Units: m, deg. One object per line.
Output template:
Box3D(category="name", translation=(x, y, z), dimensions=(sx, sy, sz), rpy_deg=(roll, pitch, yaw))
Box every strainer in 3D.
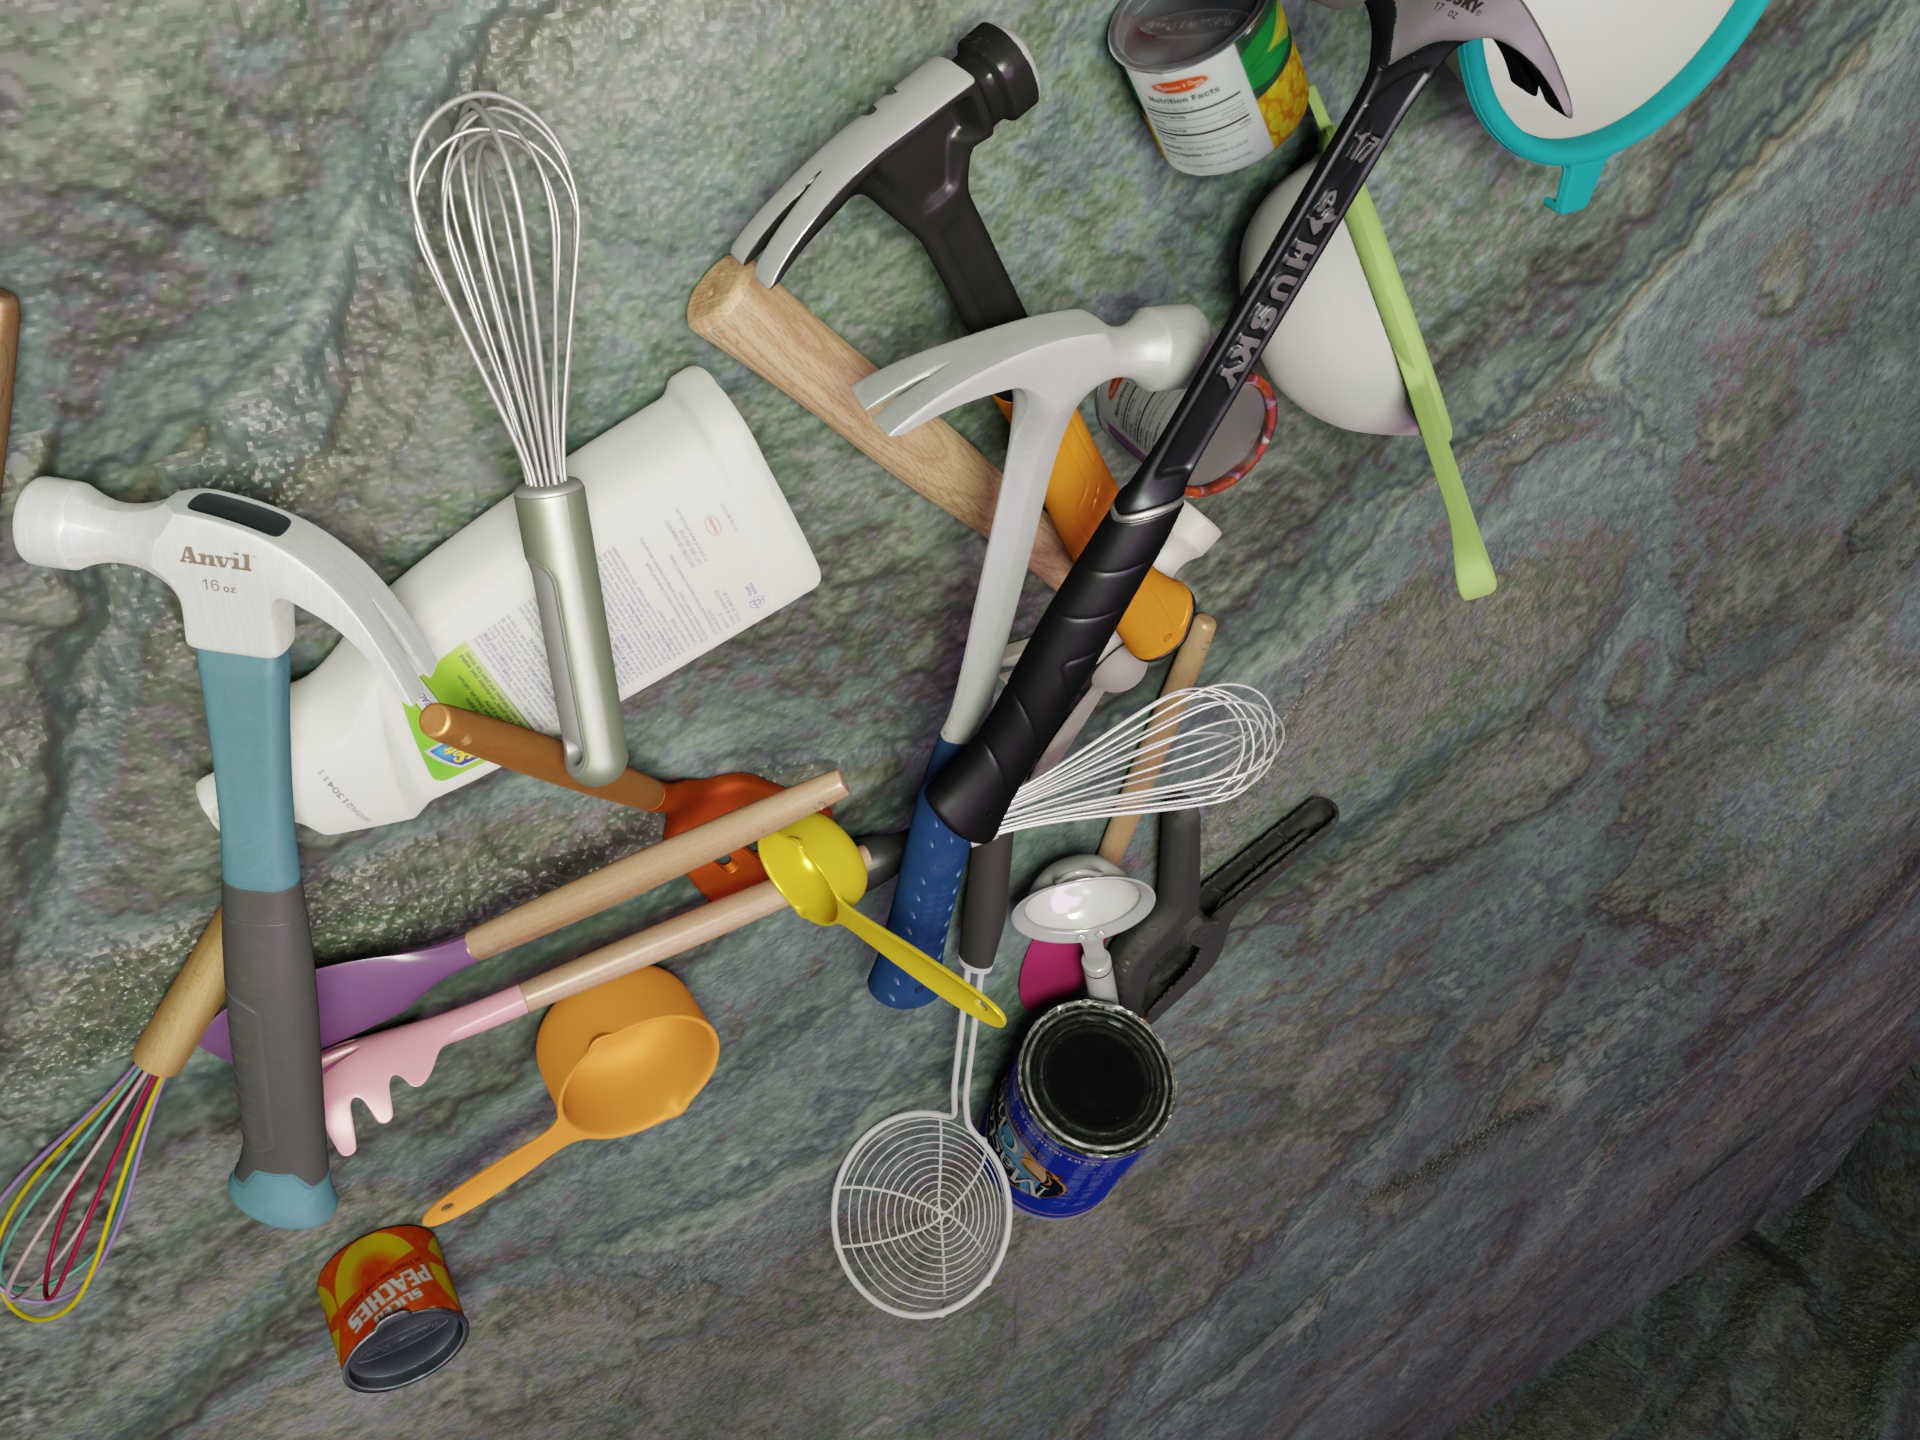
Box3D(category="strainer", translation=(0.217, -0.369, 0.614), dimensions=(0.340, 0.095, 0.211), rpy_deg=(27, 104, -46))
Box3D(category="strainer", translation=(0.083, 0.147, 1.001), dimensions=(0.087, 0.050, 0.258), rpy_deg=(-10, 140, 4))
Box3D(category="strainer", translation=(0.171, -0.144, 0.694), dimensions=(0.069, 0.257, 0.151), rpy_deg=(-19, 140, 19))

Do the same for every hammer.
Box3D(category="hammer", translation=(-0.266, 0.070, 0.604), dimensions=(0.128, 0.033, 0.330), rpy_deg=(7, 120, -5))
Box3D(category="hammer", translation=(0.032, -0.123, 0.690), dimensions=(0.127, 0.034, 0.336), rpy_deg=(-40, 140, -3))
Box3D(category="hammer", translation=(0.087, -0.103, 0.631), dimensions=(0.149, 0.036, 0.408), rpy_deg=(1, 131, -38))
Box3D(category="hammer", translation=(-0.001, -0.002, 0.733), dimensions=(0.144, 0.035, 0.405), rpy_deg=(-12, 137, -26))
Box3D(category="hammer", translation=(-0.001, -0.108, 0.728), dimensions=(0.130, 0.031, 0.331), rpy_deg=(-49, 140, 10))

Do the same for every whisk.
Box3D(category="whisk", translation=(-0.356, 0.167, 0.691), dimensions=(0.051, 0.047, 0.245), rpy_deg=(22, 107, -46))
Box3D(category="whisk", translation=(0.040, 0.044, 0.859), dimensions=(0.284, 0.070, 0.070), rpy_deg=(-19, 138, -4))
Box3D(category="whisk", translation=(-0.147, -0.089, 0.558), dimensions=(0.059, 0.058, 0.246), rpy_deg=(-22, 118, -36))

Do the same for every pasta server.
Box3D(category="pasta server", translation=(-0.185, 0.132, 0.780), dimensions=(0.316, 0.060, 0.040), rpy_deg=(-22, 111, -19))

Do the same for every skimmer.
Box3D(category="skimmer", translation=(-0.012, 0.207, 0.962), dimensions=(0.090, 0.127, 0.363), rpy_deg=(-33, 139, -46))

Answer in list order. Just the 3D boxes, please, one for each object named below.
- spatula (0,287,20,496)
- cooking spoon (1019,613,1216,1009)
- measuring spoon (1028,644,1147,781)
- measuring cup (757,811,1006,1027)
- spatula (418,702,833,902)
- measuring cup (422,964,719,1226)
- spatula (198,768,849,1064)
Box3D(category="spatula", translation=(-0.352, 0.005, 0.542), dimensions=(0.082, 0.044, 0.317), rpy_deg=(17, 116, -16))
Box3D(category="cooking spoon", translation=(0.098, 0.068, 0.980), dimensions=(0.068, 0.017, 0.318), rpy_deg=(-9, 132, -33))
Box3D(category="measuring spoon", translation=(0.070, 0.003, 0.877), dimensions=(0.034, 0.018, 0.124), rpy_deg=(-22, 153, -43))
Box3D(category="measuring cup", translation=(-0.033, 0.094, 0.761), dimensions=(0.029, 0.157, 0.062), rpy_deg=(-41, 150, -33))
Box3D(category="spatula", translation=(-0.140, 0.035, 0.695), dimensions=(0.081, 0.041, 0.322), rpy_deg=(-43, 164, 2))
Box3D(category="measuring cup", translation=(-0.210, 0.192, 0.824), dimensions=(0.173, 0.052, 0.095), rpy_deg=(-34, 140, -5))
Box3D(category="spatula", translation=(-0.195, 0.089, 0.705), dimensions=(0.316, 0.018, 0.059), rpy_deg=(-23, 143, 5))
